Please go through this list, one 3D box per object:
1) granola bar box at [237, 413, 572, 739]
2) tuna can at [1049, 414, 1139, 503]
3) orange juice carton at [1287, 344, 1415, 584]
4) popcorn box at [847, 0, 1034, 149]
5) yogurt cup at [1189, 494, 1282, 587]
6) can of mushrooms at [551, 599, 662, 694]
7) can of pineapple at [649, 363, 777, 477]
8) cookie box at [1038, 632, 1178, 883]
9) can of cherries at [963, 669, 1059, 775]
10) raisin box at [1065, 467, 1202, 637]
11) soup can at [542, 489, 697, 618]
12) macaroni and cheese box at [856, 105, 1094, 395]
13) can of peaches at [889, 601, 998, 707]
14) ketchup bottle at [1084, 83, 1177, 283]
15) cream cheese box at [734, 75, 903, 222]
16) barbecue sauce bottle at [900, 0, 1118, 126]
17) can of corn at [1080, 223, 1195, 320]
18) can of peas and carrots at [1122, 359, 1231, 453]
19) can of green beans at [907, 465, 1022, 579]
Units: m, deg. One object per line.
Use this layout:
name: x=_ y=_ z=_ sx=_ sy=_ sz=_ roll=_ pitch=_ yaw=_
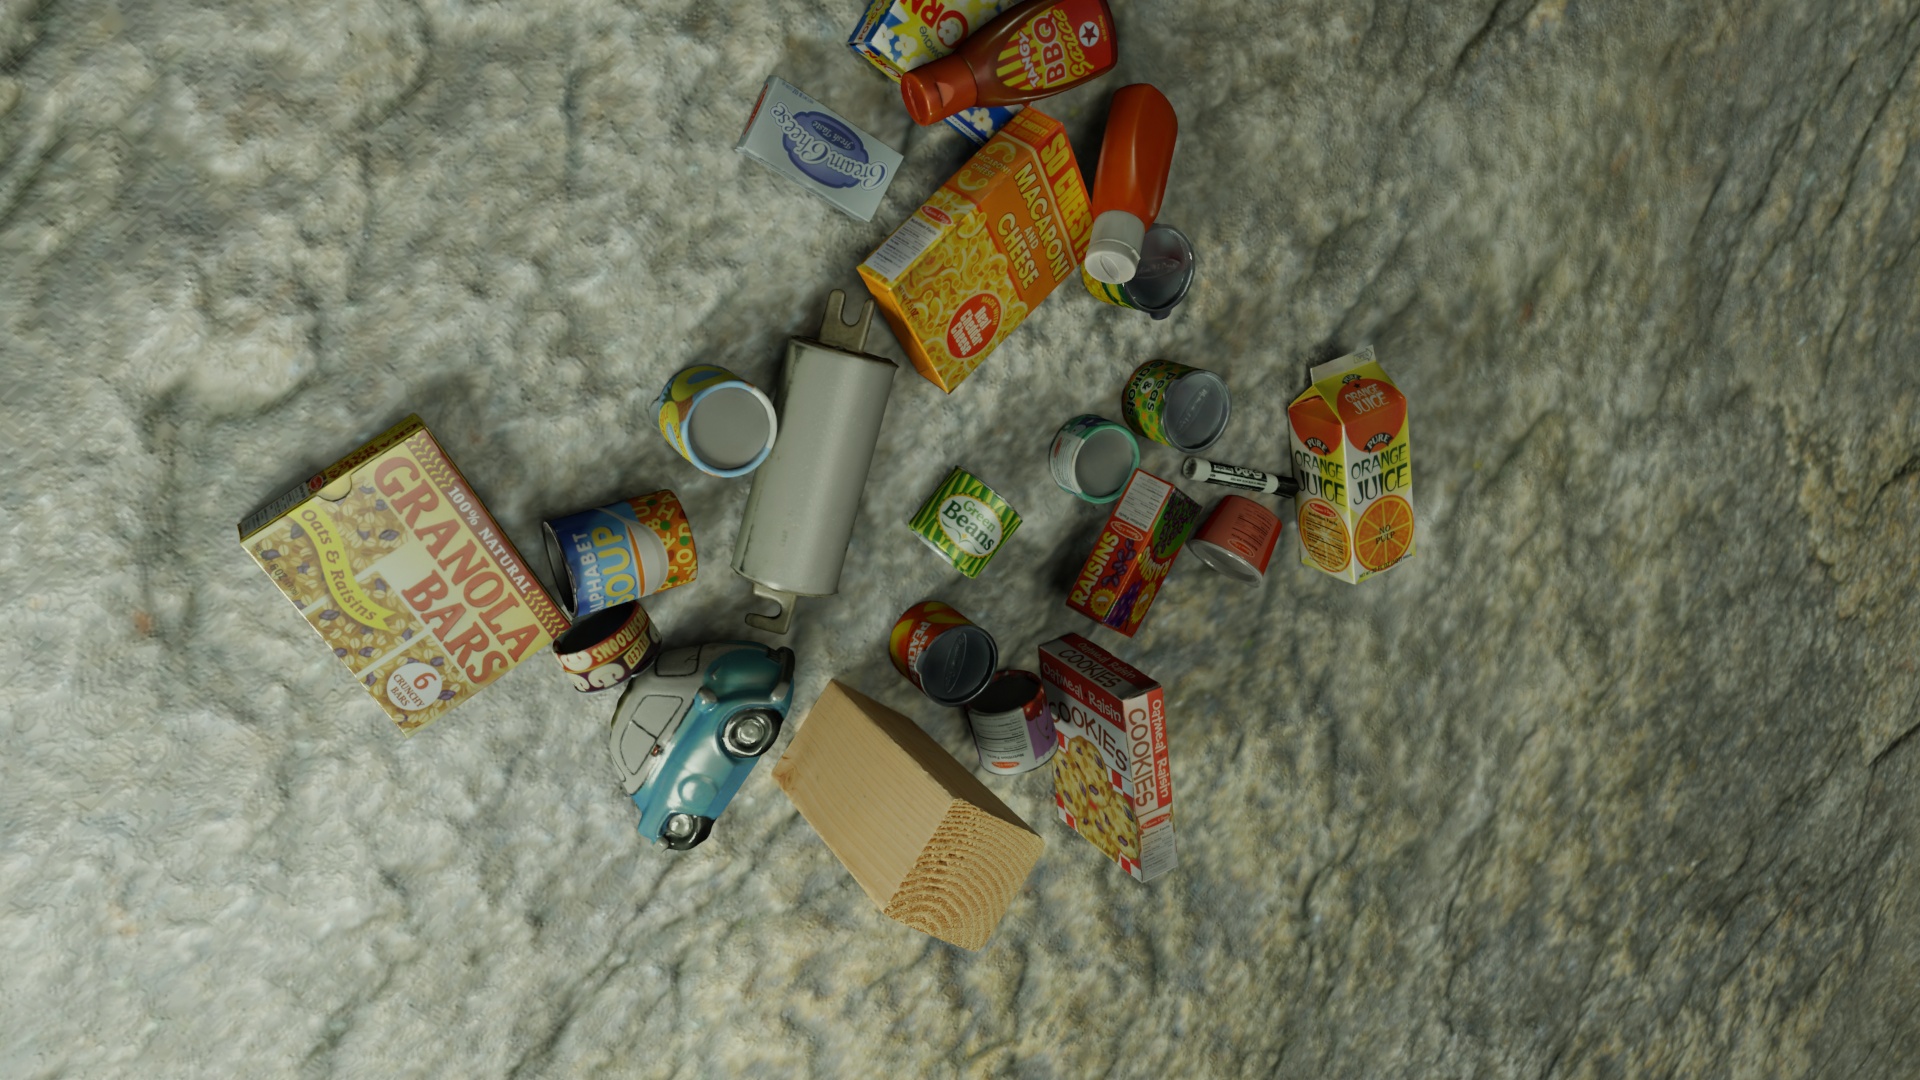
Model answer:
granola bar box: x=-0.343 y=0.024 z=0.869 sx=0.124 sy=0.039 sz=0.165 roll=-37 pitch=120 yaw=-15
tuna can: x=0.108 y=-0.064 z=1.095 sx=0.071 sy=0.033 sz=0.070 roll=-9 pitch=110 yaw=-26
orange juice carton: x=0.336 y=-0.067 z=1.196 sx=0.072 sy=0.073 sz=0.192 roll=-20 pitch=114 yaw=-22
popcorn box: x=-0.001 y=-0.335 z=0.945 sx=0.126 sy=0.038 sz=0.085 roll=30 pitch=91 yaw=-33
yogurt cup: x=0.234 y=-0.002 z=1.167 sx=0.072 sy=0.072 sz=0.054 roll=37 pitch=78 yaw=-32
can of mushrooms: x=-0.234 y=0.069 z=0.924 sx=0.071 sy=0.071 sz=0.033 roll=-33 pitch=117 yaw=-16
can of pineapple: x=-0.164 y=-0.079 z=0.924 sx=0.071 sy=0.058 sz=0.070 roll=-9 pitch=110 yaw=-26
cookie box: x=0.119 y=0.172 z=1.122 sx=0.040 sy=0.123 sz=0.166 roll=-18 pitch=113 yaw=-24
can of cherries: x=0.040 y=0.143 z=1.106 sx=0.072 sy=0.071 sz=0.058 roll=-26 pitch=116 yaw=-20
raisin box: x=0.141 y=0.012 z=1.112 sx=0.123 sy=0.040 sz=0.086 roll=-62 pitch=154 yaw=1
soup can: x=-0.222 y=0.008 z=0.911 sx=0.084 sy=0.071 sz=0.071 roll=-17 pitch=114 yaw=-24
macaroni and cheese box: x=0.018 y=-0.202 z=0.972 sx=0.167 sy=0.040 sz=0.123 roll=-46 pitch=146 yaw=-10
can of peaches: x=-0.016 y=0.085 z=1.059 sx=0.071 sy=0.058 sz=0.071 roll=-9 pitch=111 yaw=-26
ketchup bottle: x=0.121 y=-0.253 z=0.995 sx=0.064 sy=0.043 sz=0.149 roll=46 pitch=50 yaw=-47
cream cheese box: x=-0.094 y=-0.259 z=0.926 sx=0.104 sy=0.024 sz=0.053 roll=24 pitch=94 yaw=-32
barbecue sauce bottle: x=0.032 y=-0.317 z=0.919 sx=0.149 sy=0.044 sz=0.064 roll=-28 pitch=119 yaw=-18
can of corn: x=0.133 y=-0.205 z=1.049 sx=0.071 sy=0.058 sz=0.071 roll=-9 pitch=110 yaw=-27
can of peas and carrots: x=0.169 y=-0.108 z=1.099 sx=0.071 sy=0.059 sz=0.070 roll=-9 pitch=109 yaw=-26
can of green beans: x=0.003 y=-0.013 z=1.033 sx=0.058 sy=0.071 sz=0.071 roll=-50 pitch=122 yaw=-5
